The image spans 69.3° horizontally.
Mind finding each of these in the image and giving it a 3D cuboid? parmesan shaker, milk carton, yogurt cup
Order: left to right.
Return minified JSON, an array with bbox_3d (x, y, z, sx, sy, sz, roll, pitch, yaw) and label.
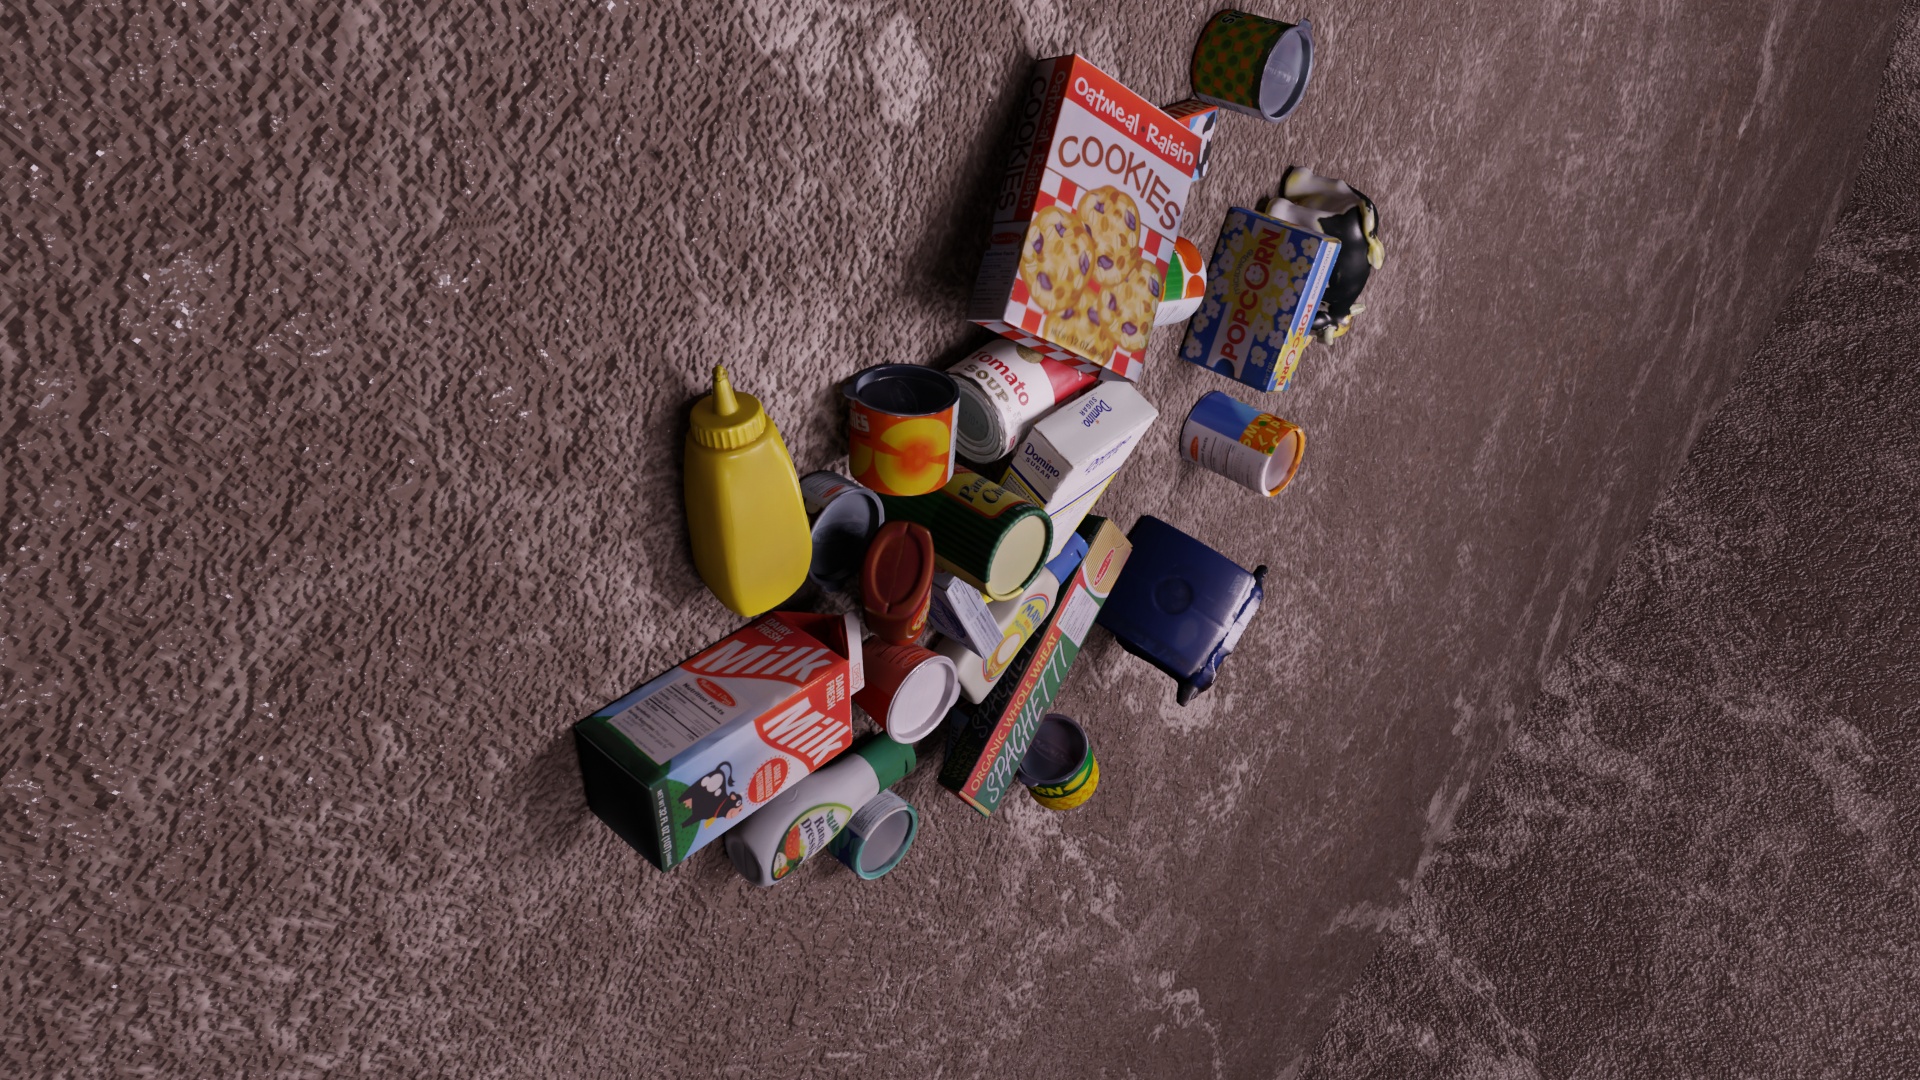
[{"bbox_3d":[-0.130,0.109,0.846,0.191,0.073,0.072,-32,137,-37],"label":"milk carton"},{"bbox_3d":[-0.044,0.100,0.971,0.073,0.054,0.072,-33,138,-35],"label":"yogurt cup"},{"bbox_3d":[0.003,-0.011,0.904,0.071,0.103,0.071,-33,138,-35],"label":"parmesan shaker"}]

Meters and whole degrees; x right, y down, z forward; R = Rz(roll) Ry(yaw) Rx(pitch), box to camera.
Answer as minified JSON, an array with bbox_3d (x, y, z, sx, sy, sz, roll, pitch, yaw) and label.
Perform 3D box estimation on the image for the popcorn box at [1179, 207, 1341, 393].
[{"bbox_3d":[0.235,-0.189,1.094,0.038,0.085,0.126,-8,121,-51],"label":"popcorn box"}]

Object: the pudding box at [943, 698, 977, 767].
[{"bbox_3d":[0.016,0.162,1.120,0.050,0.030,0.083,-23,131,-42],"label":"pudding box"}]

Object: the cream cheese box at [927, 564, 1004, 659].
[{"bbox_3d":[-0.008,0.042,0.975,0.024,0.053,0.103,-50,146,-15],"label":"cream cheese box"}]

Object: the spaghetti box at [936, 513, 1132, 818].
[{"bbox_3d":[0.061,0.095,1.090,0.050,0.029,0.251,46,68,-44],"label":"spaghetti box"}]

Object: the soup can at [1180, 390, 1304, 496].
[{"bbox_3d":[0.243,-0.084,1.186,0.072,0.084,0.071,-33,138,-36],"label":"soup can"}]

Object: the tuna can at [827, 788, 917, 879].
[{"bbox_3d":[-0.066,0.223,1.055,0.071,0.033,0.070,-32,137,-36],"label":"tuna can"}]

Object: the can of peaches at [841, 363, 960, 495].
[{"bbox_3d":[-0.037,-0.067,0.844,0.071,0.071,0.057,-28,136,-39],"label":"can of peaches"}]

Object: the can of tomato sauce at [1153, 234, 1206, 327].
[{"bbox_3d":[0.122,-0.182,0.969,0.083,0.071,0.071,-18,129,-47],"label":"can of tomato sauce"}]

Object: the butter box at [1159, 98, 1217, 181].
[{"bbox_3d":[0.136,-0.268,0.958,0.104,0.024,0.052,-28,136,-39],"label":"butter box"}]

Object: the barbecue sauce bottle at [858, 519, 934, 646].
[{"bbox_3d":[-0.040,0.036,0.889,0.148,0.044,0.065,98,5,-74],"label":"barbecue sauce bottle"}]

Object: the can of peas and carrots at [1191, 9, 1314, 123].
[{"bbox_3d":[0.204,-0.333,0.968,0.071,0.059,0.070,-33,138,-36],"label":"can of peas and carrots"}]

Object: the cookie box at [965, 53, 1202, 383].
[{"bbox_3d":[0.079,-0.196,0.862,0.123,0.040,0.167,18,85,-40],"label":"cookie box"}]

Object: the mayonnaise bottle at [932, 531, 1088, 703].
[{"bbox_3d":[0.040,0.051,1.057,0.148,0.041,0.064,-50,146,-14],"label":"mayonnaise bottle"}]

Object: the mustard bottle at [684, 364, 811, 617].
[{"bbox_3d":[-0.122,-0.033,0.771,0.065,0.049,0.159,-34,138,-33],"label":"mustard bottle"}]

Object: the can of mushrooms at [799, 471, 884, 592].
[{"bbox_3d":[-0.082,-0.006,0.858,0.071,0.033,0.070,-34,138,-36],"label":"can of mushrooms"}]

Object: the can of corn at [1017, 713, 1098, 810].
[{"bbox_3d":[0.081,0.194,1.198,0.071,0.071,0.058,-48,146,-18],"label":"can of corn"}]

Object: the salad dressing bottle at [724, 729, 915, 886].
[{"bbox_3d":[-0.095,0.183,0.976,0.148,0.044,0.064,-32,139,-36],"label":"salad dressing bottle"}]
